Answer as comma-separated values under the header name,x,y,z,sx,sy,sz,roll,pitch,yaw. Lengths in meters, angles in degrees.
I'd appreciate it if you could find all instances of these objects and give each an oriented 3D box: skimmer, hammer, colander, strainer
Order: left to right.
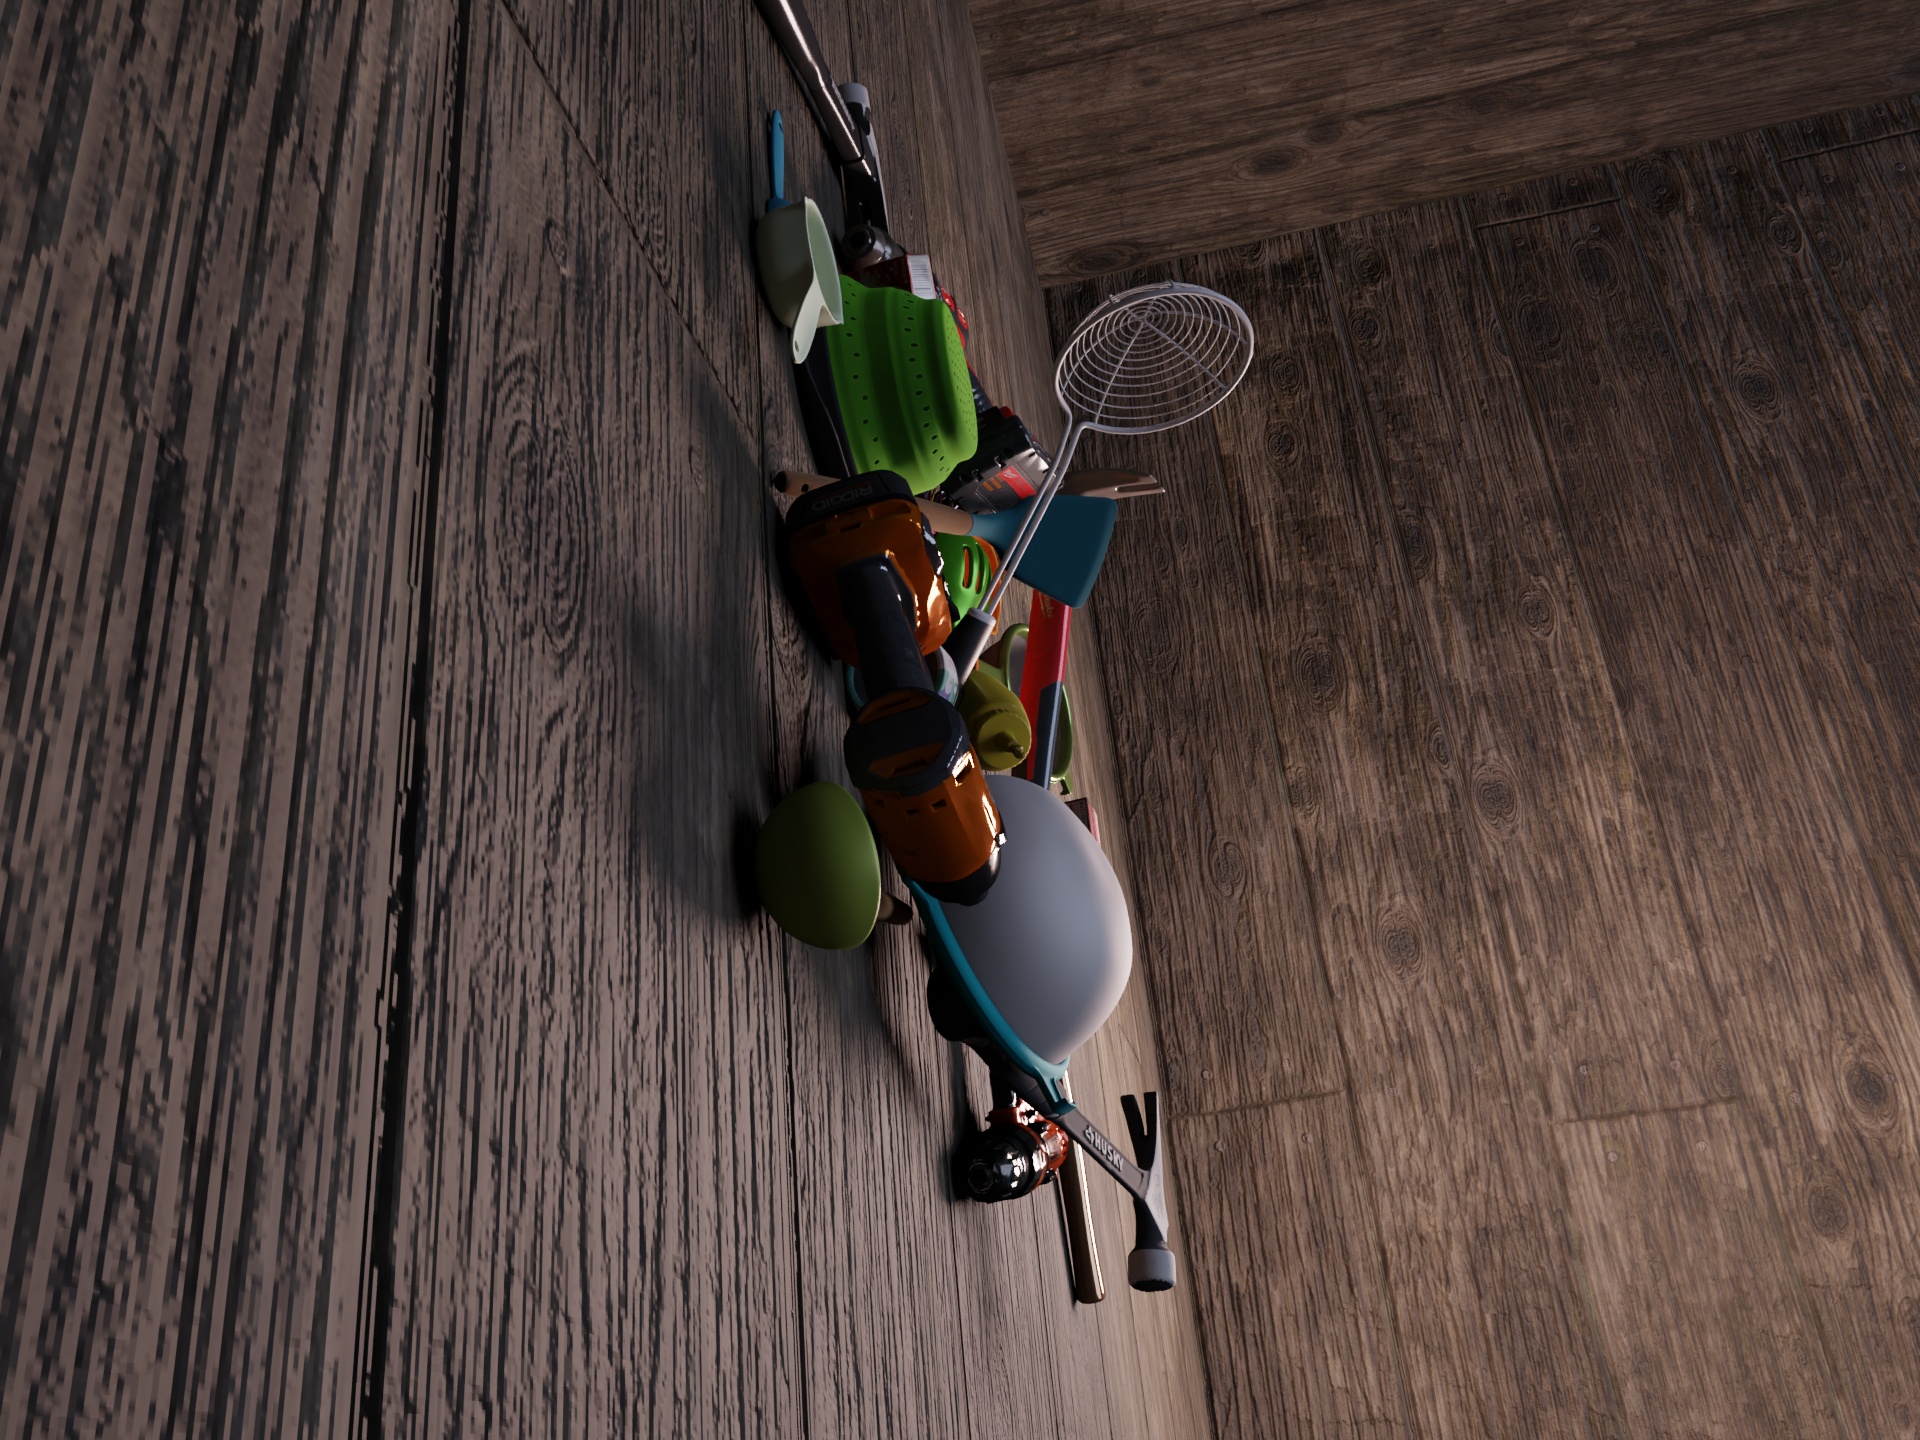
name,x,y,z,sx,sy,sz,roll,pitch,yaw
hammer,-0.110,-0.477,1.160,0.334,0.035,0.146,43,37,-75
colander,-0.030,-0.147,1.092,0.204,0.094,0.397,15,65,-80
strainer,0.021,-0.022,1.424,0.256,0.069,0.152,26,54,-59
strainer,0.053,0.092,1.066,0.211,0.095,0.340,58,13,-14
skimmer,0.058,-0.111,1.012,0.127,0.363,0.090,24,6,-44
hammer,0.078,-0.020,1.268,0.038,0.143,0.386,33,59,-53
hammer,0.099,0.379,1.511,0.130,0.031,0.331,35,46,-77
hammer,0.073,0.267,1.106,0.408,0.036,0.149,54,30,-48

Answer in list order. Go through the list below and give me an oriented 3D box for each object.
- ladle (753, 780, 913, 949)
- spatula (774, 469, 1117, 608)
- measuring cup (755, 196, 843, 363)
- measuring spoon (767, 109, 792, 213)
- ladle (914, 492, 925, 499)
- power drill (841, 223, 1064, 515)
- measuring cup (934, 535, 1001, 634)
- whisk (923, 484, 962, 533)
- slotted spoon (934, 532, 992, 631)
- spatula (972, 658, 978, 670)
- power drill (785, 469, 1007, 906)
name,x,y,z,sx,sy,sz,roll,pitch,yaw
ladle,-0.047,0.090,0.849,0.320,0.062,0.078,53,20,-77
spatula,-0.004,-0.129,1.022,0.317,0.044,0.082,2,110,-55
measuring cup,-0.103,-0.250,0.944,0.168,0.038,0.083,-86,163,-51
measuring spoon,-0.112,-0.355,1.044,0.042,0.021,0.129,63,20,-62
ladle,-0.036,-0.158,1.255,0.316,0.031,0.069,-92,163,-45
power drill,-0.015,-0.282,1.278,0.227,0.080,0.187,64,13,19
measuring cup,-0.017,-0.091,1.279,0.174,0.052,0.095,-57,138,-54
whisk,-0.021,-0.215,1.433,0.245,0.051,0.047,-90,-172,-67
slotted spoon,-0.002,-0.004,1.193,0.070,0.031,0.314,27,60,-50
spatula,0.026,0.084,1.354,0.081,0.041,0.322,-83,163,-44
power drill,-0.029,-0.010,0.884,0.164,0.084,0.227,69,4,-52
